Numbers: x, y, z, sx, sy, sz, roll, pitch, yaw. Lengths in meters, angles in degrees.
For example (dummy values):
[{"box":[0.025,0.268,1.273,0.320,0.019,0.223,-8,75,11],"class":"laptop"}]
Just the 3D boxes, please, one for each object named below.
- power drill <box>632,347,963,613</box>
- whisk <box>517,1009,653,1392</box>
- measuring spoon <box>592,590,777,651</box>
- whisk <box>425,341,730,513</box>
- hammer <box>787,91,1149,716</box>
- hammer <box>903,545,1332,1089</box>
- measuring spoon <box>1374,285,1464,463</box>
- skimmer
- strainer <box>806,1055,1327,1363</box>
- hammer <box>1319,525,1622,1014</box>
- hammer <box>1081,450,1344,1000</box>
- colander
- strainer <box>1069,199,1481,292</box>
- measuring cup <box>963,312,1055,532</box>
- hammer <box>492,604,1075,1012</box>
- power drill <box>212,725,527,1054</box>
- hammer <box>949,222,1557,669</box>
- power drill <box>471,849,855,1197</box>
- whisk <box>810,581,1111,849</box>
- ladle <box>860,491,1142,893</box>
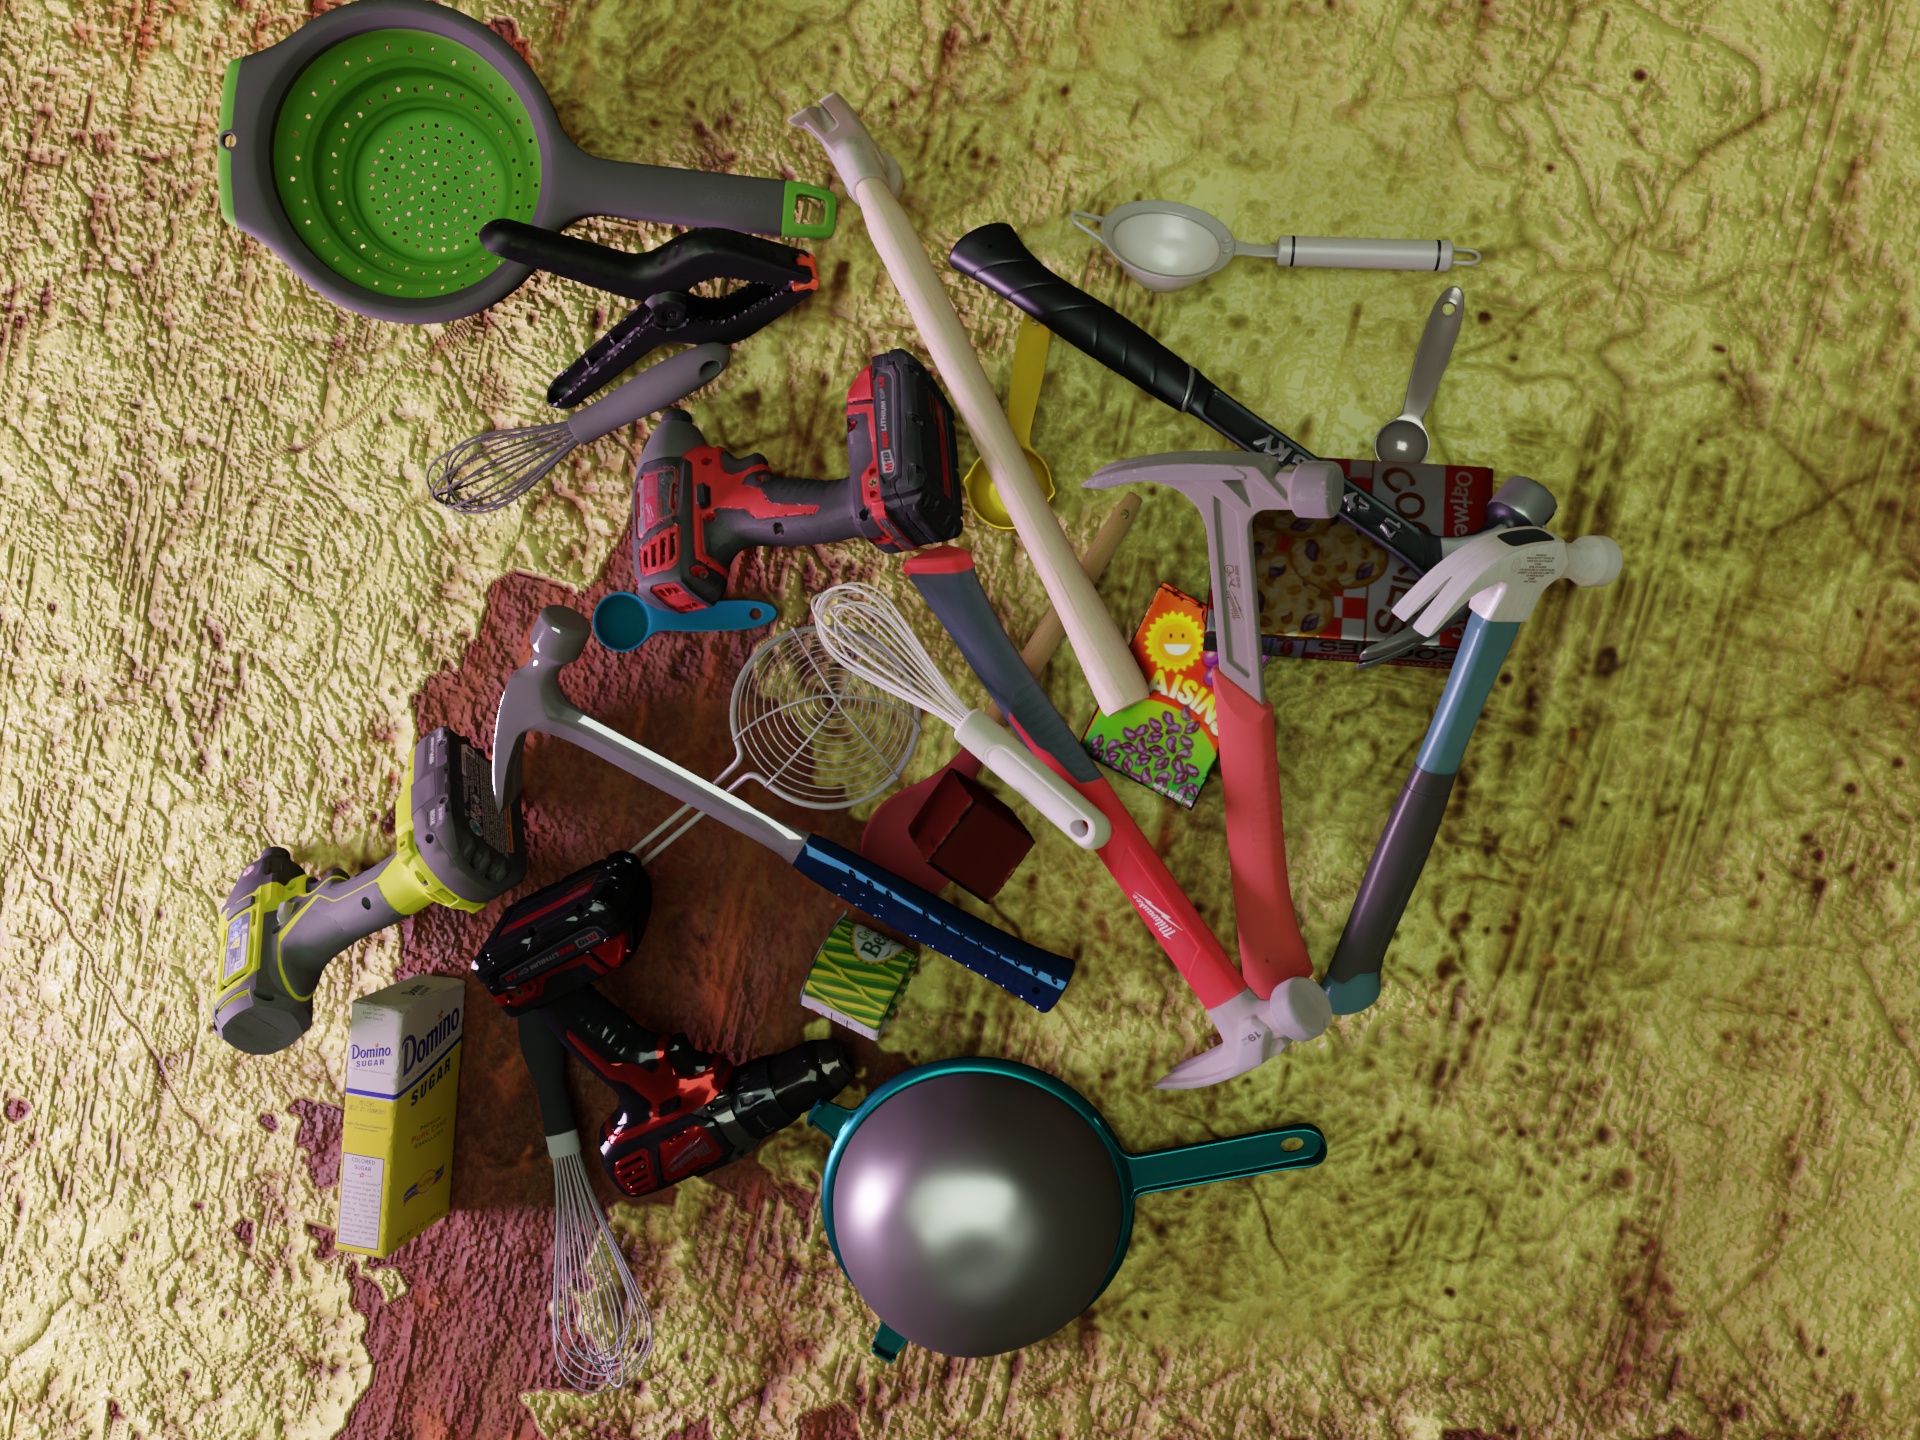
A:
[{"box":[-0.116,-0.161,1.049,0.219,0.078,0.143,-12,68,17],"class":"power drill"},{"box":[-0.273,0.331,1.127,0.070,0.070,0.285,-14,85,11],"class":"whisk"},{"box":[-0.191,-0.071,1.110,0.128,0.021,0.042,-3,92,2],"class":"measuring spoon"},{"box":[-0.264,-0.203,1.093,0.239,0.055,0.055,-24,88,12],"class":"whisk"},{"box":[0.011,-0.192,0.983,0.038,0.146,0.411,-27,85,12],"class":"hammer"},{"box":[0.075,0.058,1.021,0.386,0.038,0.143,56,136,5],"class":"hammer"},{"box":[0.294,-0.216,1.011,0.034,0.018,0.124,19,89,6],"class":"measuring spoon"},{"box":[-0.186,0.071,1.107,0.363,0.090,0.127,-38,85,20],"class":"skimmer"},{"box":[0.071,0.319,1.023,0.340,0.095,0.211,-13,100,7],"class":"strainer"},{"box":[0.283,0.040,0.957,0.128,0.033,0.330,0,119,-26],"class":"hammer"},{"box":[0.166,0.013,0.968,0.149,0.037,0.358,5,118,30],"class":"hammer"},{"box":[-0.284,-0.362,1.084,0.397,0.094,0.204,5,97,-7],"class":"colander"},{"box":[0.198,-0.296,1.009,0.258,0.050,0.087,3,50,5],"class":"strainer"},{"box":[0.042,-0.200,1.055,0.062,0.029,0.156,9,85,12],"class":"measuring cup"},{"box":[-0.115,0.082,1.029,0.405,0.035,0.144,29,114,-3],"class":"hammer"},{"box":[-0.416,0.108,1.102,0.223,0.080,0.171,-32,42,9],"class":"power drill"},{"box":[0.154,-0.191,0.989,0.409,0.036,0.149,39,82,17],"class":"hammer"},{"box":[-0.196,0.203,1.069,0.188,0.080,0.226,-26,108,11],"class":"power drill"},{"box":[-0.002,-0.003,1.000,0.246,0.059,0.057,41,117,14],"class":"whisk"},{"box":[0.032,-0.016,1.062,0.069,0.031,0.315,32,96,-4],"class":"ladle"}]
